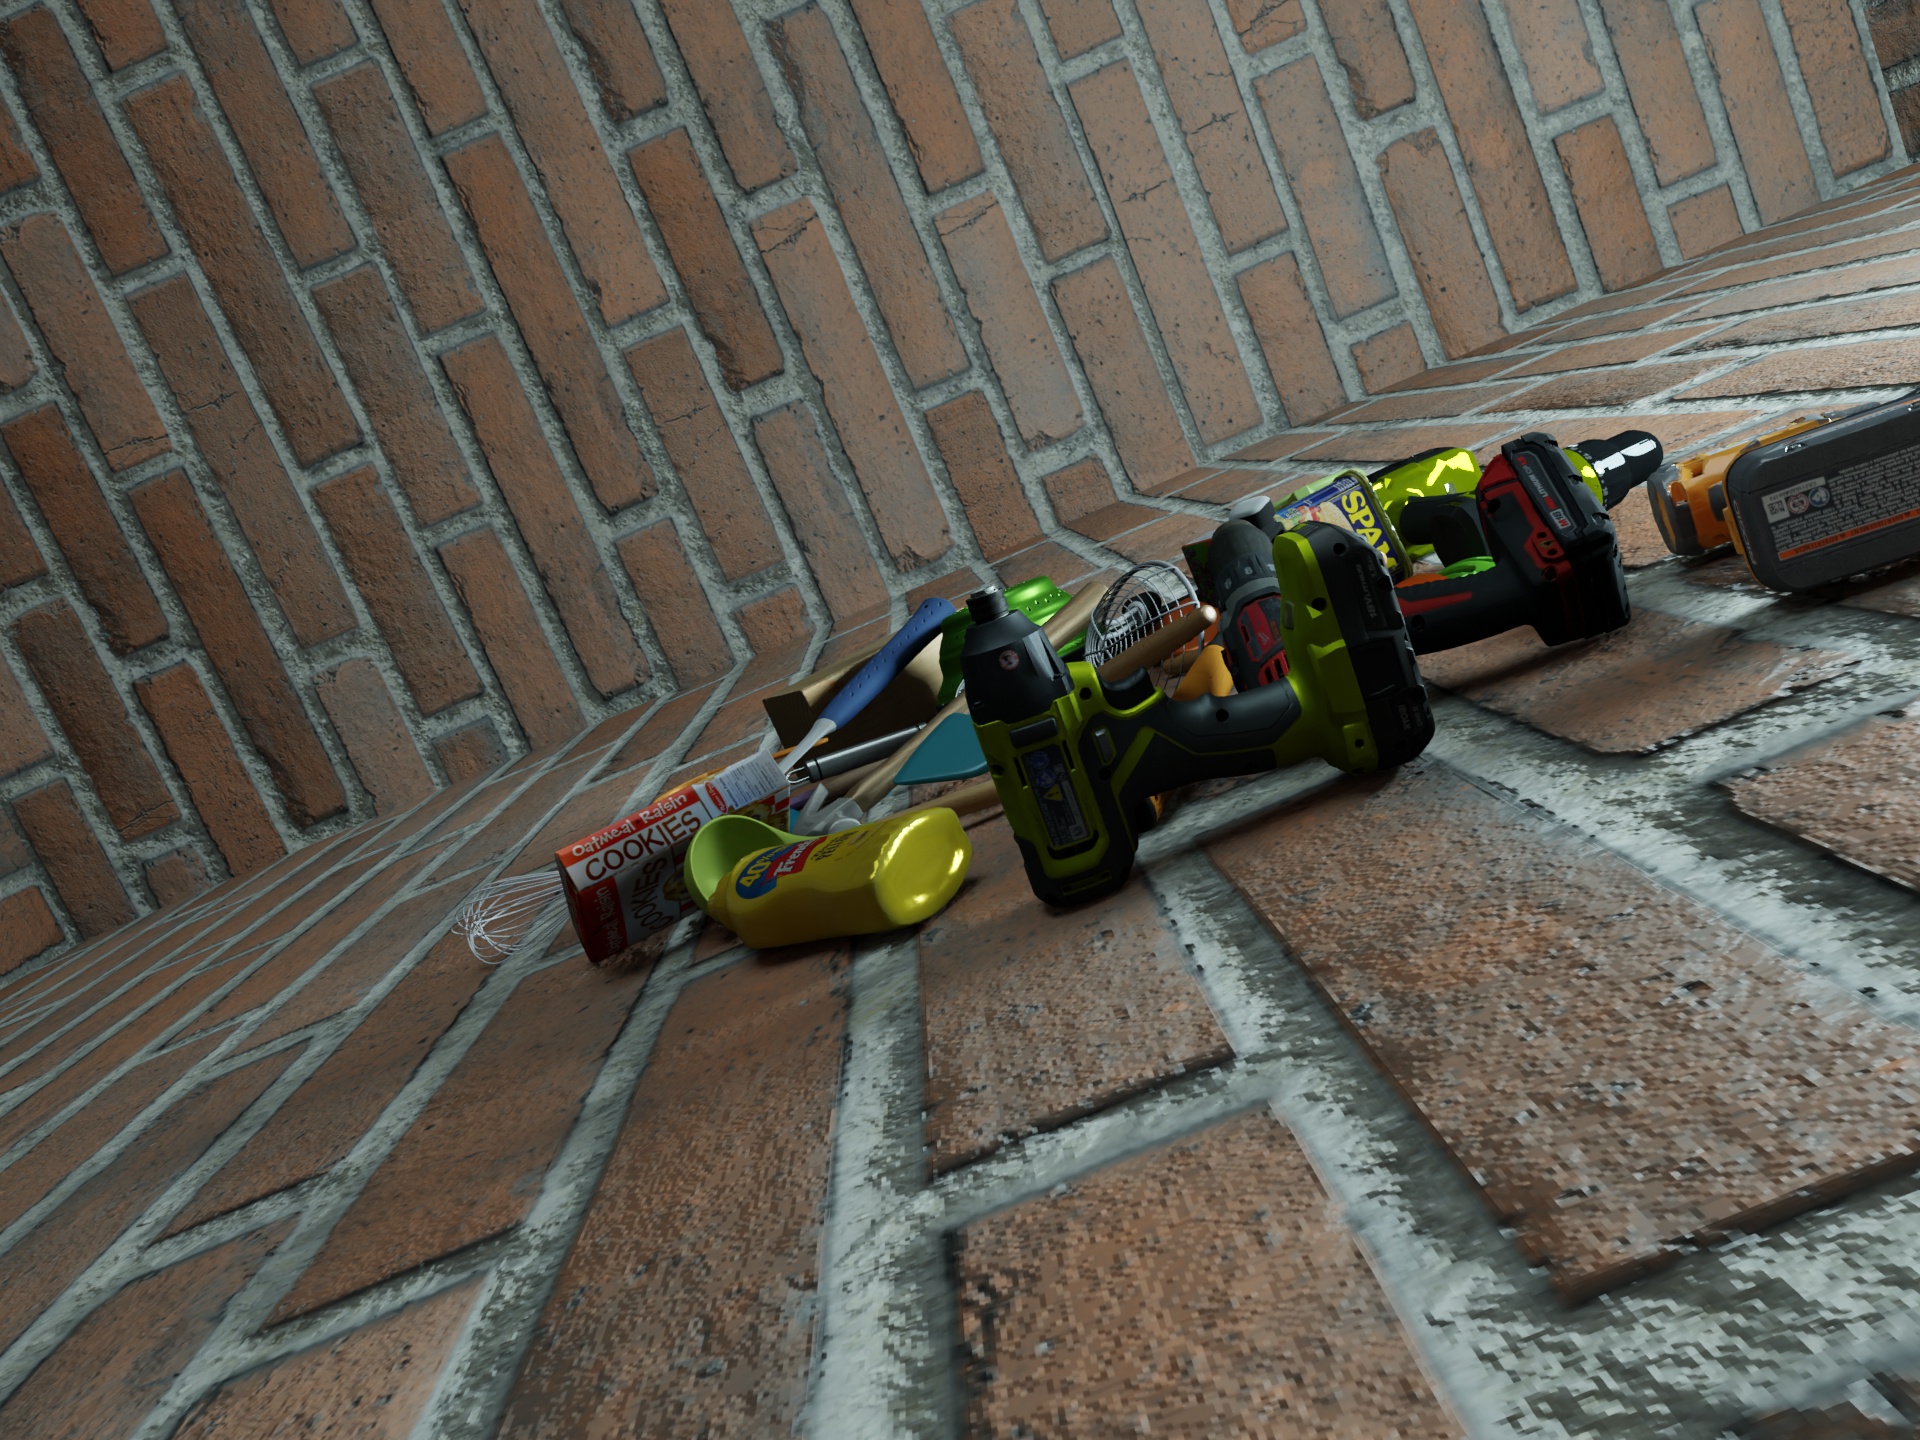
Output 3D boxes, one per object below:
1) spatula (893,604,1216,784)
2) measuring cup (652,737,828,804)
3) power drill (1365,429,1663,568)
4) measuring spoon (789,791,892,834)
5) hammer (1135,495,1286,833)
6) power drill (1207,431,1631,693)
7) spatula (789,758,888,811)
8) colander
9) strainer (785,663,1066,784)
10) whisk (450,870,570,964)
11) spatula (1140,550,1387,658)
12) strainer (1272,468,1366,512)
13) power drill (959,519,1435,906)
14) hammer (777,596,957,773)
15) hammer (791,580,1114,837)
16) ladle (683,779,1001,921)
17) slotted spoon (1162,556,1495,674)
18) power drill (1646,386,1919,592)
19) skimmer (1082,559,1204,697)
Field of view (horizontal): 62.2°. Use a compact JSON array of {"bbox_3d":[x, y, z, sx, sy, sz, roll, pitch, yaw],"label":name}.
[{"bbox_3d":[0.061,-0.017,1.061,0.082,0.044,0.317,-50,9,-36],"label":"spatula"},{"bbox_3d":[-0.194,0.067,1.463,0.173,0.052,0.095,-20,10,6],"label":"measuring cup"},{"bbox_3d":[0.425,-0.178,1.277,0.190,0.080,0.228,-26,12,-13],"label":"power drill"},{"bbox_3d":[-0.114,0.072,1.323,0.128,0.021,0.042,-21,10,24],"label":"measuring spoon"},{"bbox_3d":[0.168,-0.024,1.037,0.034,0.127,0.337,-15,22,35],"label":"hammer"},{"bbox_3d":[0.262,-0.088,0.964,0.226,0.080,0.188,-22,42,11],"label":"power drill"},{"bbox_3d":[-0.100,0.055,1.391,0.316,0.018,0.059,-22,-7,6],"label":"spatula"},{"bbox_3d":[0.117,-0.104,1.496,0.397,0.094,0.204,-25,4,-21],"label":"colander"},{"bbox_3d":[-0.024,0.009,1.324,0.258,0.087,0.050,-18,-36,-14],"label":"strainer"},{"bbox_3d":[-0.297,0.129,1.275,0.284,0.070,0.070,-23,9,24],"label":"whisk"},{"bbox_3d":[0.236,-0.094,1.262,0.081,0.041,0.322,-45,6,-20],"label":"spatula"},{"bbox_3d":[0.350,-0.172,1.464,0.256,0.069,0.151,-18,-13,-38],"label":"strainer"},{"bbox_3d":[0.118,-0.017,0.838,0.223,0.171,0.080,-20,10,2],"label":"power drill"},{"bbox_3d":[-0.130,0.011,1.403,0.144,0.035,0.405,-9,29,43],"label":"hammer"},{"bbox_3d":[-0.002,-0.004,1.257,0.331,0.031,0.130,-41,14,-20],"label":"hammer"},{"bbox_3d":[-0.033,0.065,1.087,0.320,0.078,0.062,-18,-17,0],"label":"ladle"},{"bbox_3d":[0.278,-0.075,1.202,0.314,0.031,0.070,-16,9,44],"label":"slotted spoon"},{"bbox_3d":[0.502,-0.141,0.893,0.185,0.084,0.226,-19,6,16],"label":"power drill"},{"bbox_3d":[0.160,-0.071,1.257,0.090,0.127,0.363,10,11,11],"label":"skimmer"}]
